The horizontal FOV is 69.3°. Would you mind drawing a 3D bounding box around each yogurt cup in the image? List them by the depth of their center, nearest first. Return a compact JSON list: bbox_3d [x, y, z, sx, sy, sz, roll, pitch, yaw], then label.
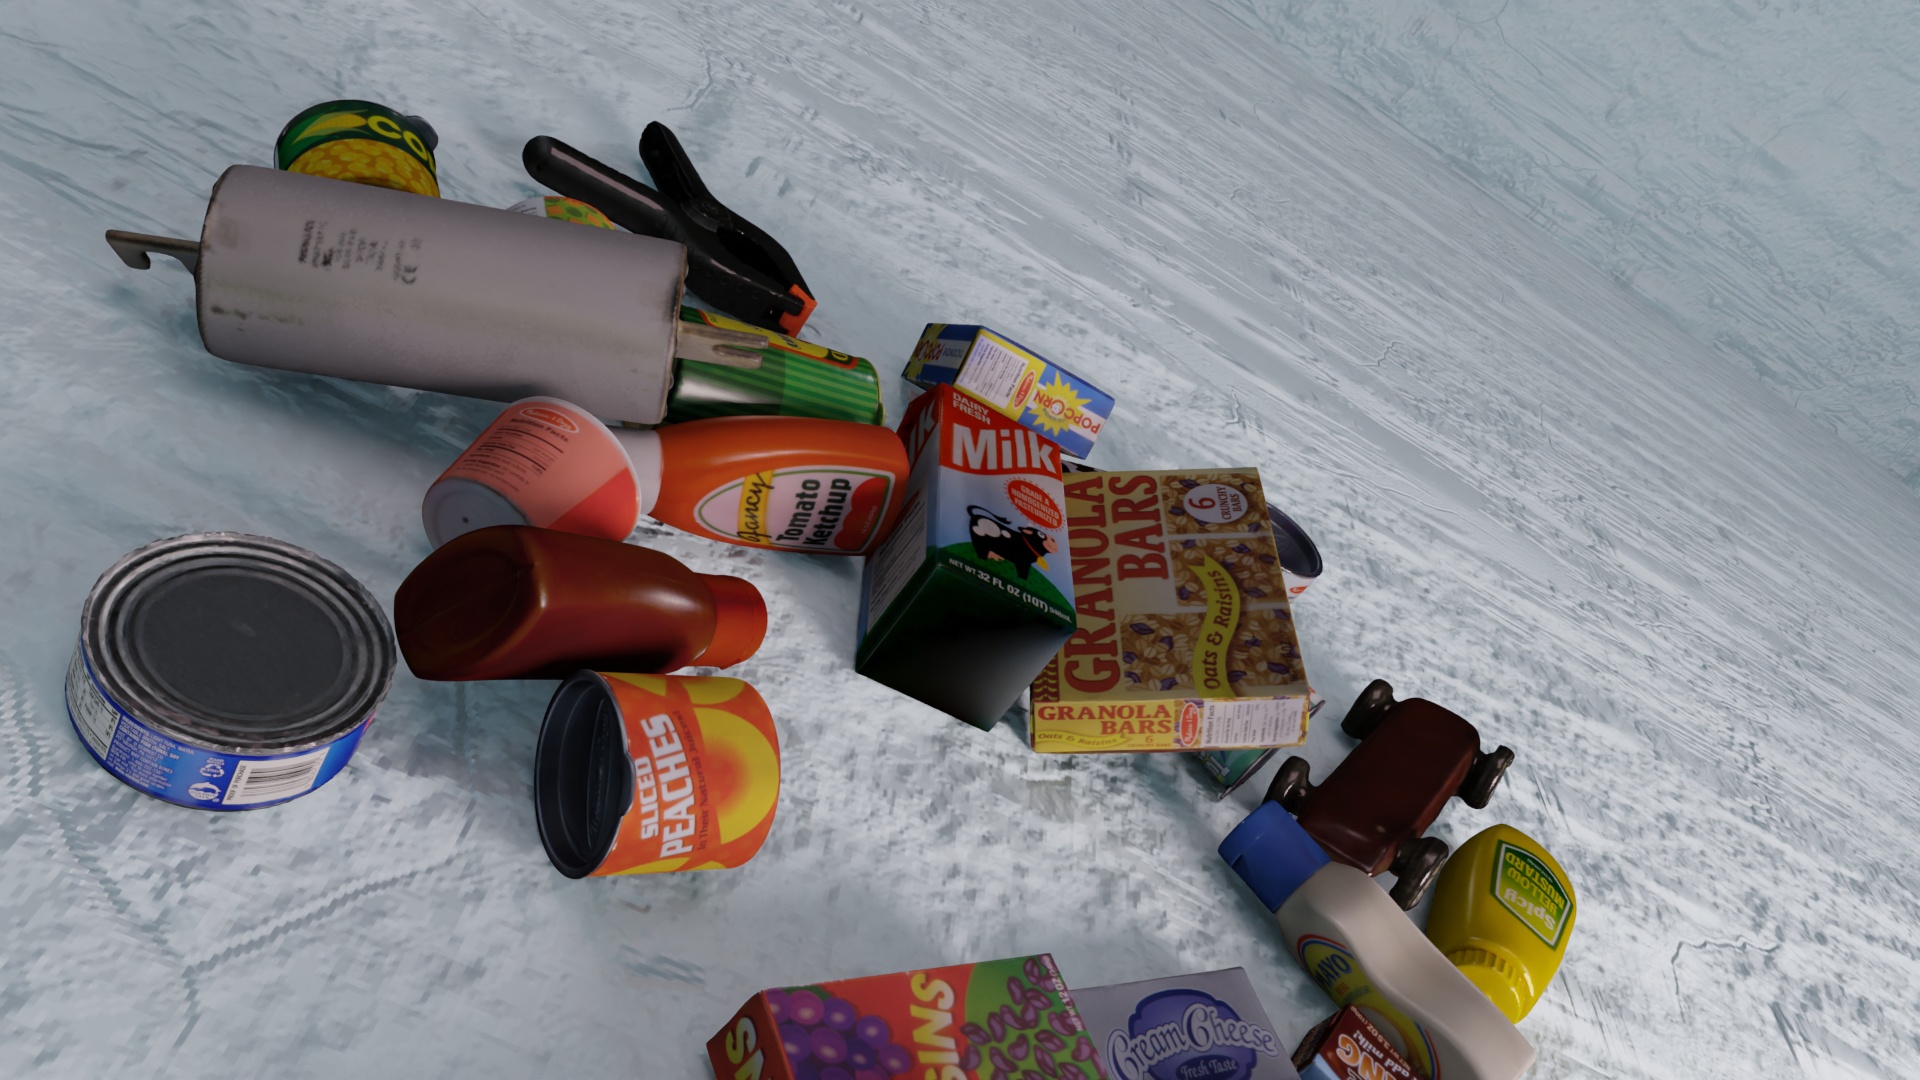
[{"bbox_3d":[-0.163,-0.013,0.523,0.072,0.072,0.054,37,39,-1],"label":"yogurt cup"}]

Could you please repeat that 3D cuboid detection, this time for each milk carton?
[{"bbox_3d":[0.002,-0.008,0.670,0.072,0.073,0.191,26,32,-19],"label":"milk carton"}]

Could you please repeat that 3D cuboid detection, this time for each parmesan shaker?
[{"bbox_3d":[-0.096,-0.067,0.651,0.103,0.071,0.071,13,38,-35],"label":"parmesan shaker"}]

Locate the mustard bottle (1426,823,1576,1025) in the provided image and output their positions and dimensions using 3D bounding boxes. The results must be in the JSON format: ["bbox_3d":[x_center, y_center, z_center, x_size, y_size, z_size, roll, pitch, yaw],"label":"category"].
[{"bbox_3d":[0.260,0.198,0.678,0.065,0.048,0.161,41,31,10],"label":"mustard bottle"}]

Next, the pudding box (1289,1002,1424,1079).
[{"bbox_3d":[0.170,0.235,0.556,0.084,0.030,0.050,47,33,16],"label":"pudding box"}]

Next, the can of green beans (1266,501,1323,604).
[{"bbox_3d":[0.169,0.016,0.818,0.071,0.057,0.071,26,33,-18],"label":"can of green beans"}]

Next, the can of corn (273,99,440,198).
[{"bbox_3d":[-0.256,-0.147,0.598,0.071,0.071,0.058,10,41,-37],"label":"can of corn"}]

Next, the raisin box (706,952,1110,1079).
[{"bbox_3d":[-0.008,0.182,0.441,0.123,0.040,0.086,8,42,-41],"label":"raisin box"}]

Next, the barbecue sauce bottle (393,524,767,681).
[{"bbox_3d":[-0.123,0.026,0.492,0.148,0.064,0.044,13,54,-65],"label":"barbecue sauce bottle"}]

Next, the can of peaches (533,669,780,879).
[{"bbox_3d":[-0.099,0.077,0.459,0.058,0.071,0.071,8,41,-40],"label":"can of peaches"}]

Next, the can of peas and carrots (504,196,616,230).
[{"bbox_3d":[-0.181,-0.113,0.634,0.071,0.070,0.059,13,38,-35],"label":"can of peas and carrots"}]

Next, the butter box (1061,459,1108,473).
[{"bbox_3d":[0.078,-0.002,0.784,0.053,0.024,0.104,11,39,-35],"label":"butter box"}]

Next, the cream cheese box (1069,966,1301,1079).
[{"bbox_3d":[0.081,0.195,0.526,0.104,0.024,0.053,8,41,-39],"label":"cream cheese box"}]

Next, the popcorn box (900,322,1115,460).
[{"bbox_3d":[0.023,-0.085,0.772,0.085,0.038,0.127,26,2,-17],"label":"popcorn box"}]

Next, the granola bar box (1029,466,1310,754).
[{"bbox_3d":[0.095,0.030,0.680,0.124,0.038,0.166,-2,40,3],"label":"granola bar box"}]

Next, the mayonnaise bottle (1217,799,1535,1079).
[{"bbox_3d":[0.176,0.181,0.607,0.041,0.064,0.148,-29,63,-27],"label":"mayonnaise bottle"}]

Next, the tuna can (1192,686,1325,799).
[{"bbox_3d":[0.144,0.093,0.688,0.033,0.070,0.071,47,32,17],"label":"tuna can"}]

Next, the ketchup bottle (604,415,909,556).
[{"bbox_3d":[-0.100,-0.027,0.608,0.149,0.064,0.044,4,40,-29],"label":"ketchup bottle"}]
